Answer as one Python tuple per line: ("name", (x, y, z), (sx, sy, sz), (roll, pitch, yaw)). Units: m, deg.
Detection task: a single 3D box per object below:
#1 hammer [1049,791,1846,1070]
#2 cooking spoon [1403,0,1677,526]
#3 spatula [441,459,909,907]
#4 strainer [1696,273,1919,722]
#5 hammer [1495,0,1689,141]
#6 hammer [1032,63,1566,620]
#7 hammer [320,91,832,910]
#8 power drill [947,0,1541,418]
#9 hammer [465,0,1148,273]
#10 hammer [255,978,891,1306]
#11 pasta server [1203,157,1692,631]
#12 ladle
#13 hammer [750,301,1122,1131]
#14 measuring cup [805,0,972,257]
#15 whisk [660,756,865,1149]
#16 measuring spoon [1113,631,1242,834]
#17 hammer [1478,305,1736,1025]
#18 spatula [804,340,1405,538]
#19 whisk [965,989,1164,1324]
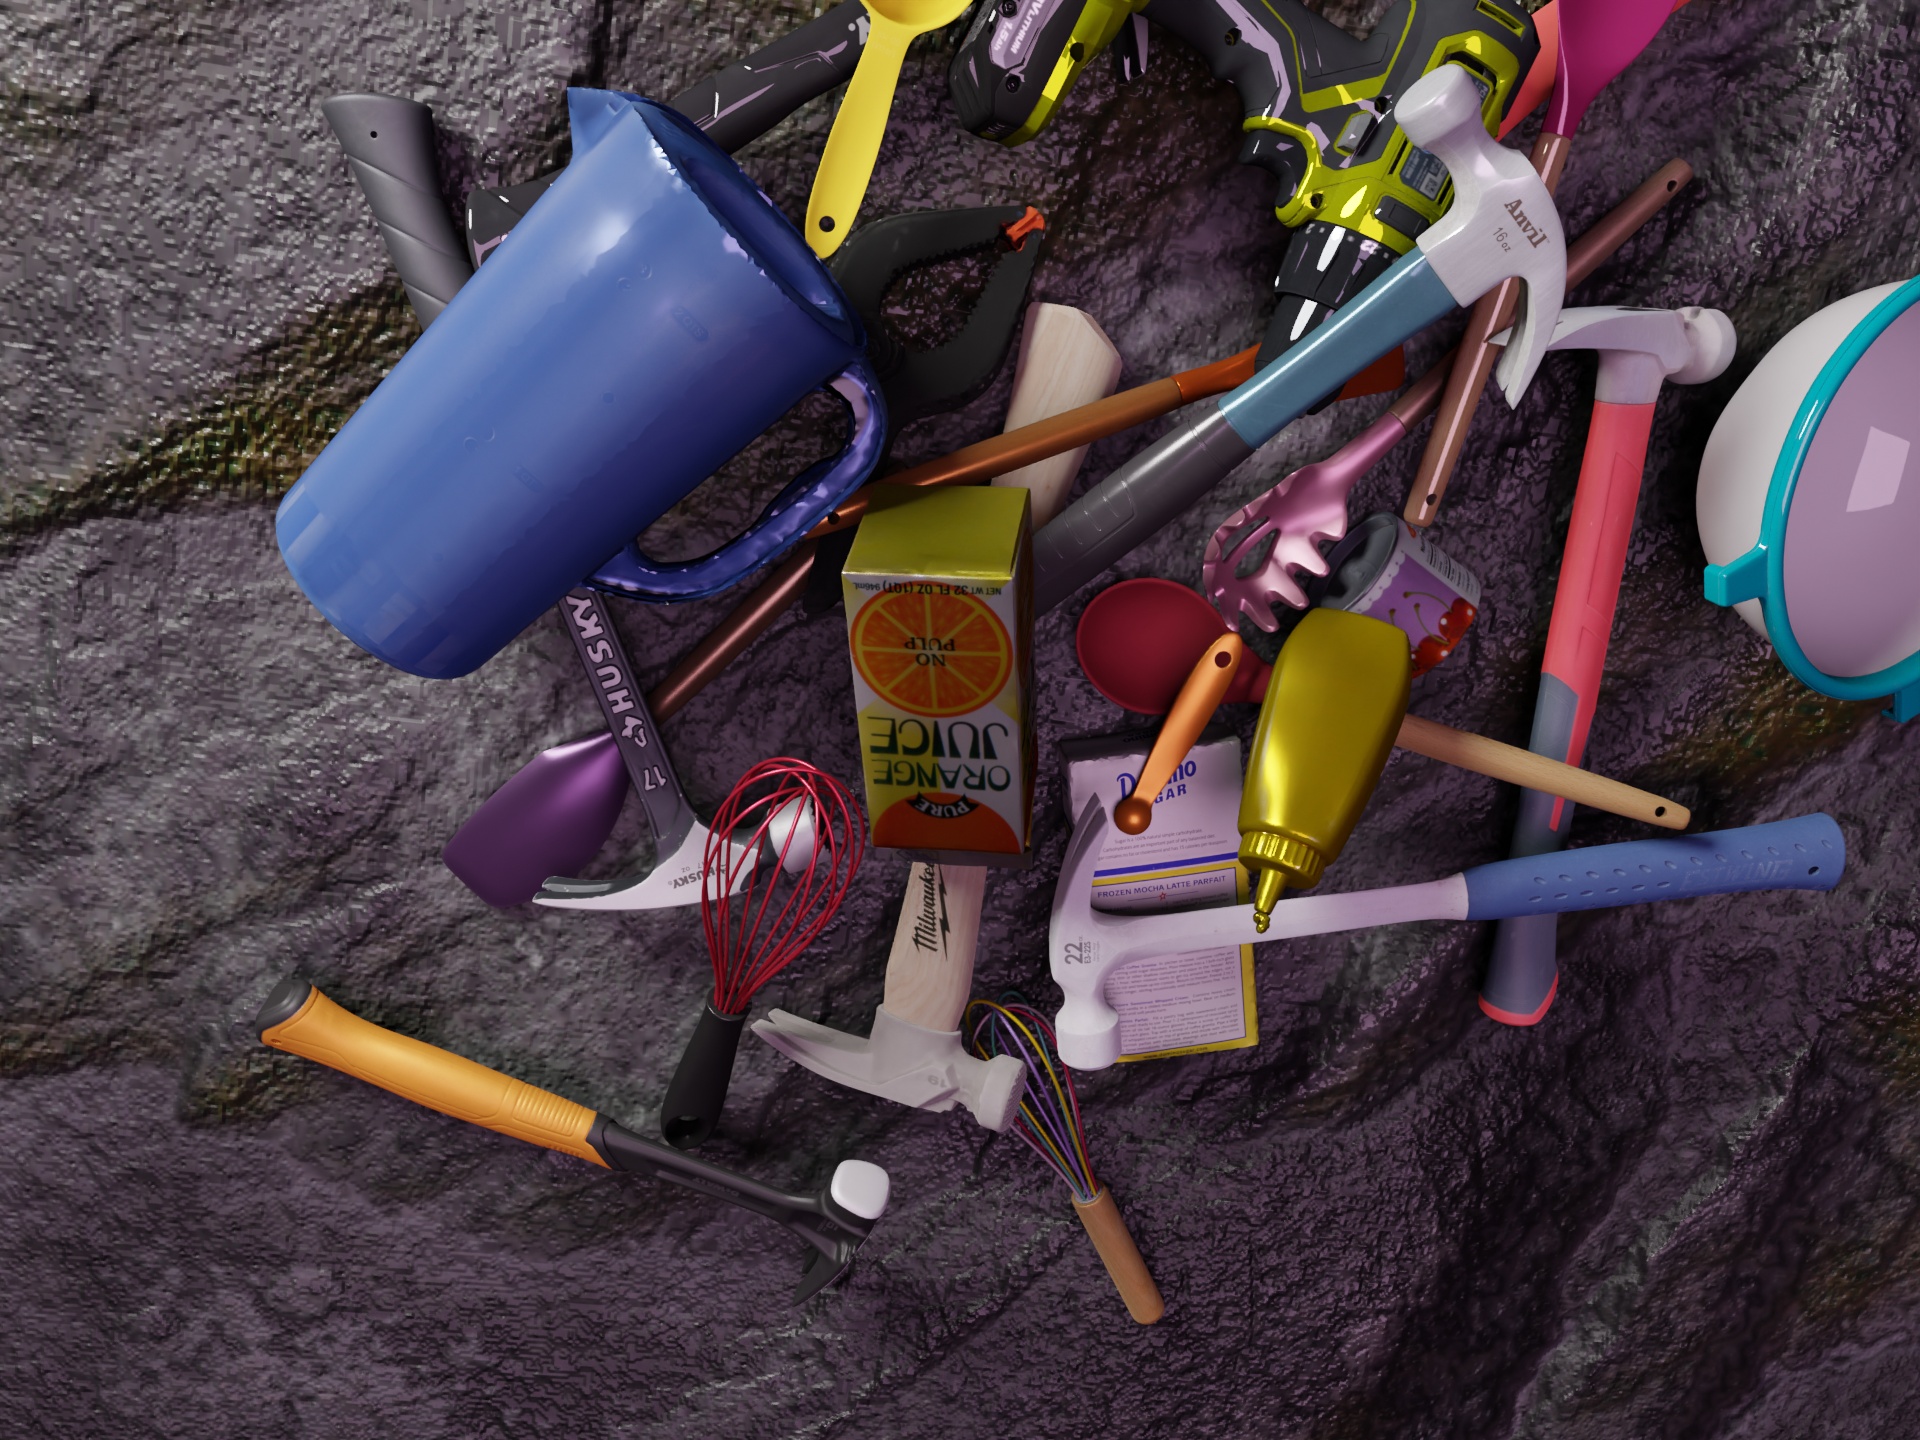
("hammer", (0.245, 0.086, 0.808), (0.405, 0.035, 0.144), (-7, 113, -3))
("cooking spoon", (0.265, -0.243, 0.734), (0.068, 0.017, 0.319), (11, 105, -19))
("spatula", (-0.139, -0.017, 0.803), (0.316, 0.018, 0.059), (-43, 102, 9))
("strainer", (0.463, -0.180, 0.774), (0.210, 0.095, 0.340), (21, 98, -33))
("hammer", (0.343, -0.370, 0.734), (0.359, 0.037, 0.149), (-33, 108, 4))
("hammer", (0.109, -0.121, 0.693), (0.331, 0.033, 0.128), (-36, 115, 25))
("hammer", (-0.200, -0.093, 0.754), (0.149, 0.036, 0.408), (-19, 105, 5))
("power drill", (0.115, -0.257, 0.682), (0.228, 0.080, 0.190), (24, 96, -15))
("hammer", (-0.070, -0.281, 0.701), (0.335, 0.035, 0.146), (-33, 108, -3))
("hammer", (-0.210, 0.219, 0.847), (0.337, 0.034, 0.127), (23, 134, -6))
("pasta server", (0.238, -0.162, 0.779), (0.316, 0.040, 0.060), (-42, 117, 3))
("ladle", (0.210, -0.001, 0.801), (0.315, 0.031, 0.069), (18, 99, 6))
("hammer", (-0.001, -0.003, 0.802), (0.146, 0.038, 0.410), (15, 101, 15))
("measuring cup", (-0.037, -0.276, 0.683), (0.062, 0.029, 0.156), (17, 111, -14))
("whisk", (-0.110, 0.128, 0.789), (0.073, 0.073, 0.295), (15, 130, -10))
("measuring spoon", (0.110, 0.008, 0.795), (0.021, 0.011, 0.117), (26, 102, -9))
("hammer", (0.303, -0.014, 0.819), (0.143, 0.038, 0.386), (-9, 113, -30))
("spatula", (0.074, -0.145, 0.741), (0.322, 0.041, 0.081), (-21, 110, -11))
("whisk", (0.062, 0.250, 0.901), (0.047, 0.051, 0.244), (-17, 114, 21))
